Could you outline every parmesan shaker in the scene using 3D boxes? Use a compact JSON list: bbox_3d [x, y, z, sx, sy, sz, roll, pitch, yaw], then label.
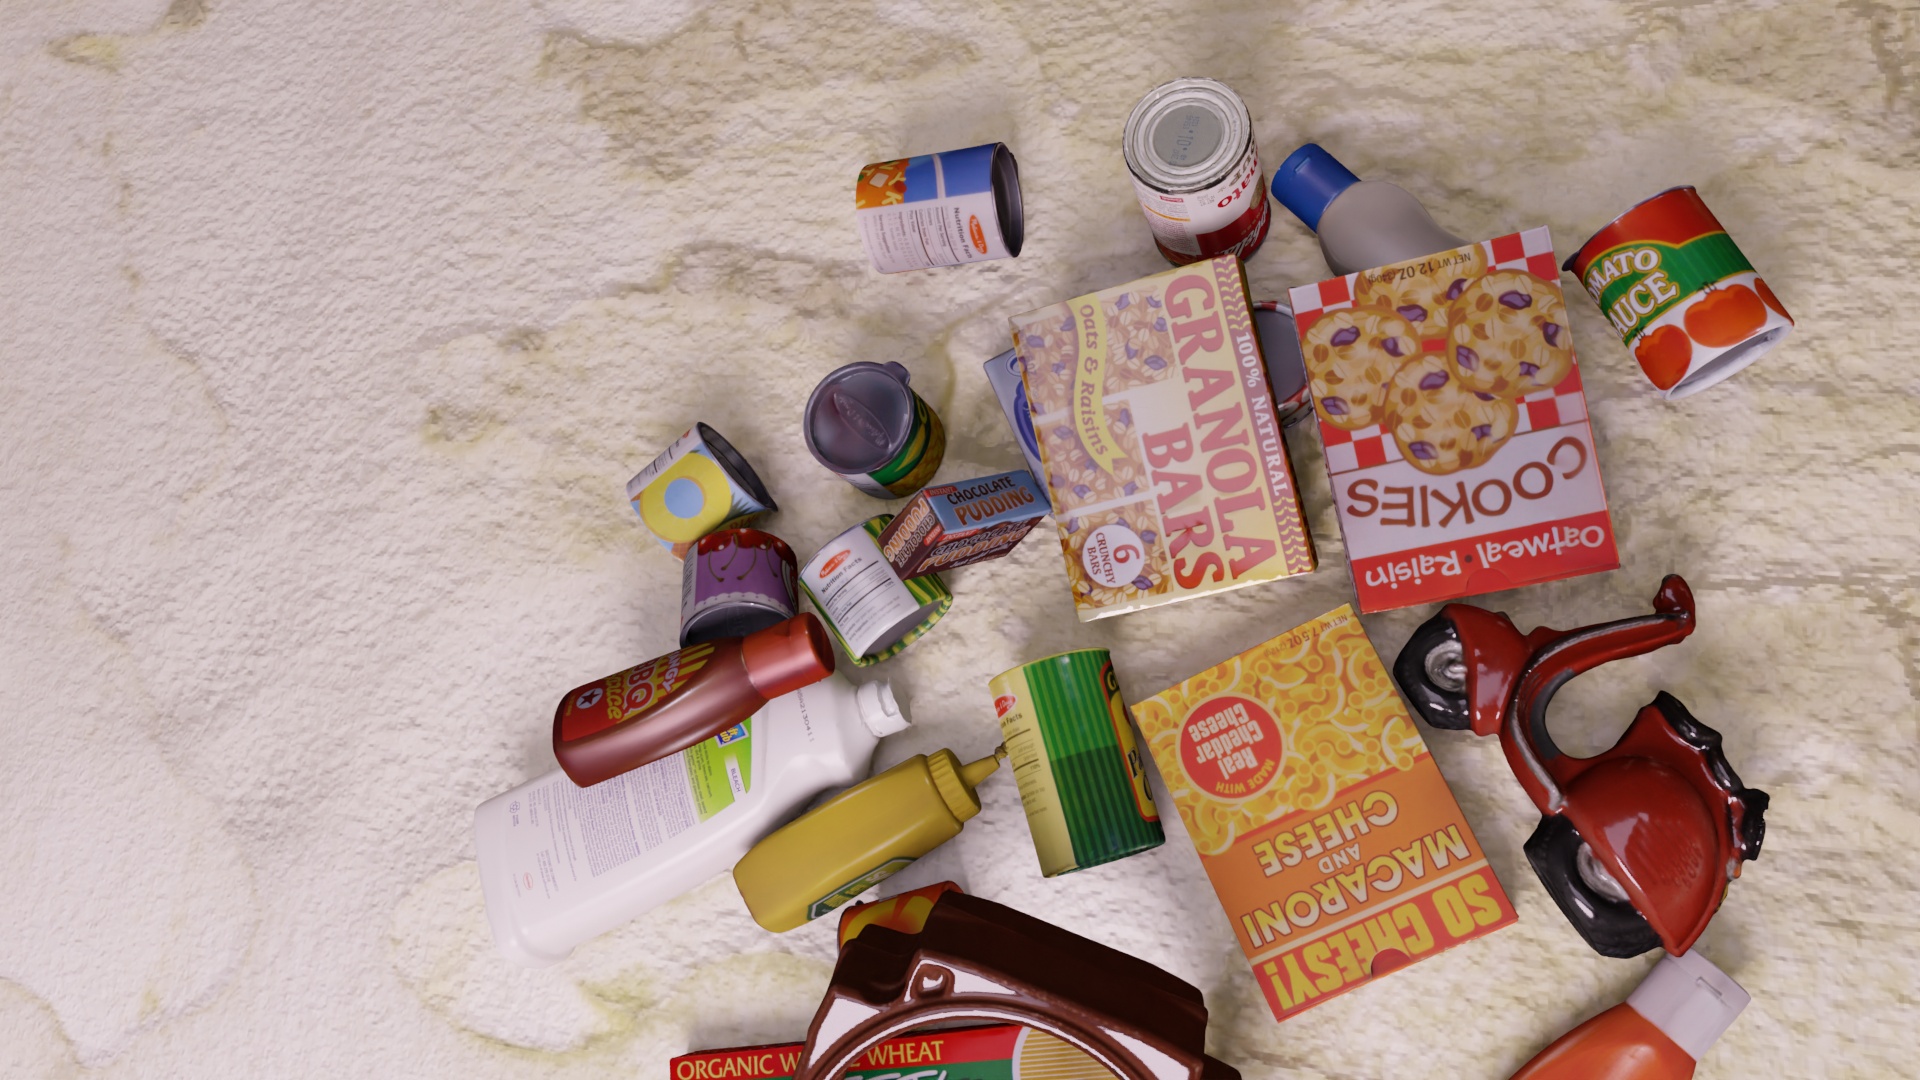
[{"bbox_3d":[0.059,0.115,0.714,0.071,0.071,0.103,-20,73,12],"label":"parmesan shaker"}]

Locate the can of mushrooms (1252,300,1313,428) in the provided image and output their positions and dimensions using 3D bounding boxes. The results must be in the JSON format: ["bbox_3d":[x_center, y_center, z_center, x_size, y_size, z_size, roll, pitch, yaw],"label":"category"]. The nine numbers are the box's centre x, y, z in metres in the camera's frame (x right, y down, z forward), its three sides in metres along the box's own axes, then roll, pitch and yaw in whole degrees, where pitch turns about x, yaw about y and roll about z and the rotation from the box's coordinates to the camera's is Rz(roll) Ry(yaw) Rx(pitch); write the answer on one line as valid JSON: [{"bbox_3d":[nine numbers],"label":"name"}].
[{"bbox_3d":[0.162,-0.093,0.751,0.071,0.033,0.071,-4,76,16],"label":"can of mushrooms"}]

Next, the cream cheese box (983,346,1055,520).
[{"bbox_3d":[0.056,-0.066,0.782,0.053,0.024,0.104,-26,70,9],"label":"cream cheese box"}]

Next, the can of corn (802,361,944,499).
[{"bbox_3d":[-0.047,-0.064,0.796,0.071,0.058,0.071,-4,75,17],"label":"can of corn"}]

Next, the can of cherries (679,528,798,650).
[{"bbox_3d":[-0.121,0.035,0.782,0.071,0.071,0.059,-20,45,12],"label":"can of cherries"}]

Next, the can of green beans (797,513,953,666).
[{"bbox_3d":[-0.046,0.028,0.765,0.071,0.071,0.058,-38,75,6],"label":"can of green beans"}]

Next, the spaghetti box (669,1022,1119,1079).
[{"bbox_3d":[-0.035,0.282,0.719,0.250,0.028,0.050,-10,73,15],"label":"spaghetti box"}]

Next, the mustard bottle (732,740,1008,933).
[{"bbox_3d":[-0.041,0.151,0.737,0.160,0.065,0.049,-31,71,4],"label":"mustard bottle"}]

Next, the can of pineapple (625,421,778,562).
[{"bbox_3d":[-0.152,-0.025,0.816,0.058,0.071,0.071,-39,68,6],"label":"can of pineapple"}]

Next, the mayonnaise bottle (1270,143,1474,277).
[{"bbox_3d":[0.230,-0.155,0.742,0.064,0.041,0.148,-43,67,6],"label":"mayonnaise bottle"}]

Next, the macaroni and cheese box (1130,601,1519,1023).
[{"bbox_3d":[0.175,0.132,0.684,0.123,0.040,0.167,-27,69,10],"label":"macaroni and cheese box"}]

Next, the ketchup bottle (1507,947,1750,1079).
[{"bbox_3d":[0.287,0.246,0.618,0.065,0.043,0.149,42,91,21],"label":"ketchup bottle"}]

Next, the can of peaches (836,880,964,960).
[{"bbox_3d":[-0.024,0.212,0.714,0.058,0.071,0.071,-18,72,13],"label":"can of peaches"}]

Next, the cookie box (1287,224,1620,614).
[{"bbox_3d":[0.240,-0.057,0.685,0.123,0.040,0.167,-12,93,15],"label":"cookie box"}]

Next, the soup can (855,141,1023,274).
[{"bbox_3d":[-0.011,-0.196,0.816,0.084,0.071,0.071,-4,75,17],"label":"soup can"}]

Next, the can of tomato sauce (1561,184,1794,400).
[{"bbox_3d":[0.350,-0.119,0.679,0.071,0.071,0.083,-29,70,9],"label":"can of tomato sauce"}]

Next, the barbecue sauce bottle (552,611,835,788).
[{"bbox_3d":[-0.141,0.081,0.739,0.148,0.043,0.065,-21,30,8],"label":"barbecue sauce bottle"}]

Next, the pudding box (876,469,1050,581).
[{"bbox_3d":[0.003,-0.009,0.746,0.049,0.084,0.030,-47,66,40],"label":"pudding box"}]

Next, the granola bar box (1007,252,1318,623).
[{"bbox_3d":[0.105,-0.051,0.723,0.124,0.039,0.165,-14,87,17],"label":"granola bar box"}]
